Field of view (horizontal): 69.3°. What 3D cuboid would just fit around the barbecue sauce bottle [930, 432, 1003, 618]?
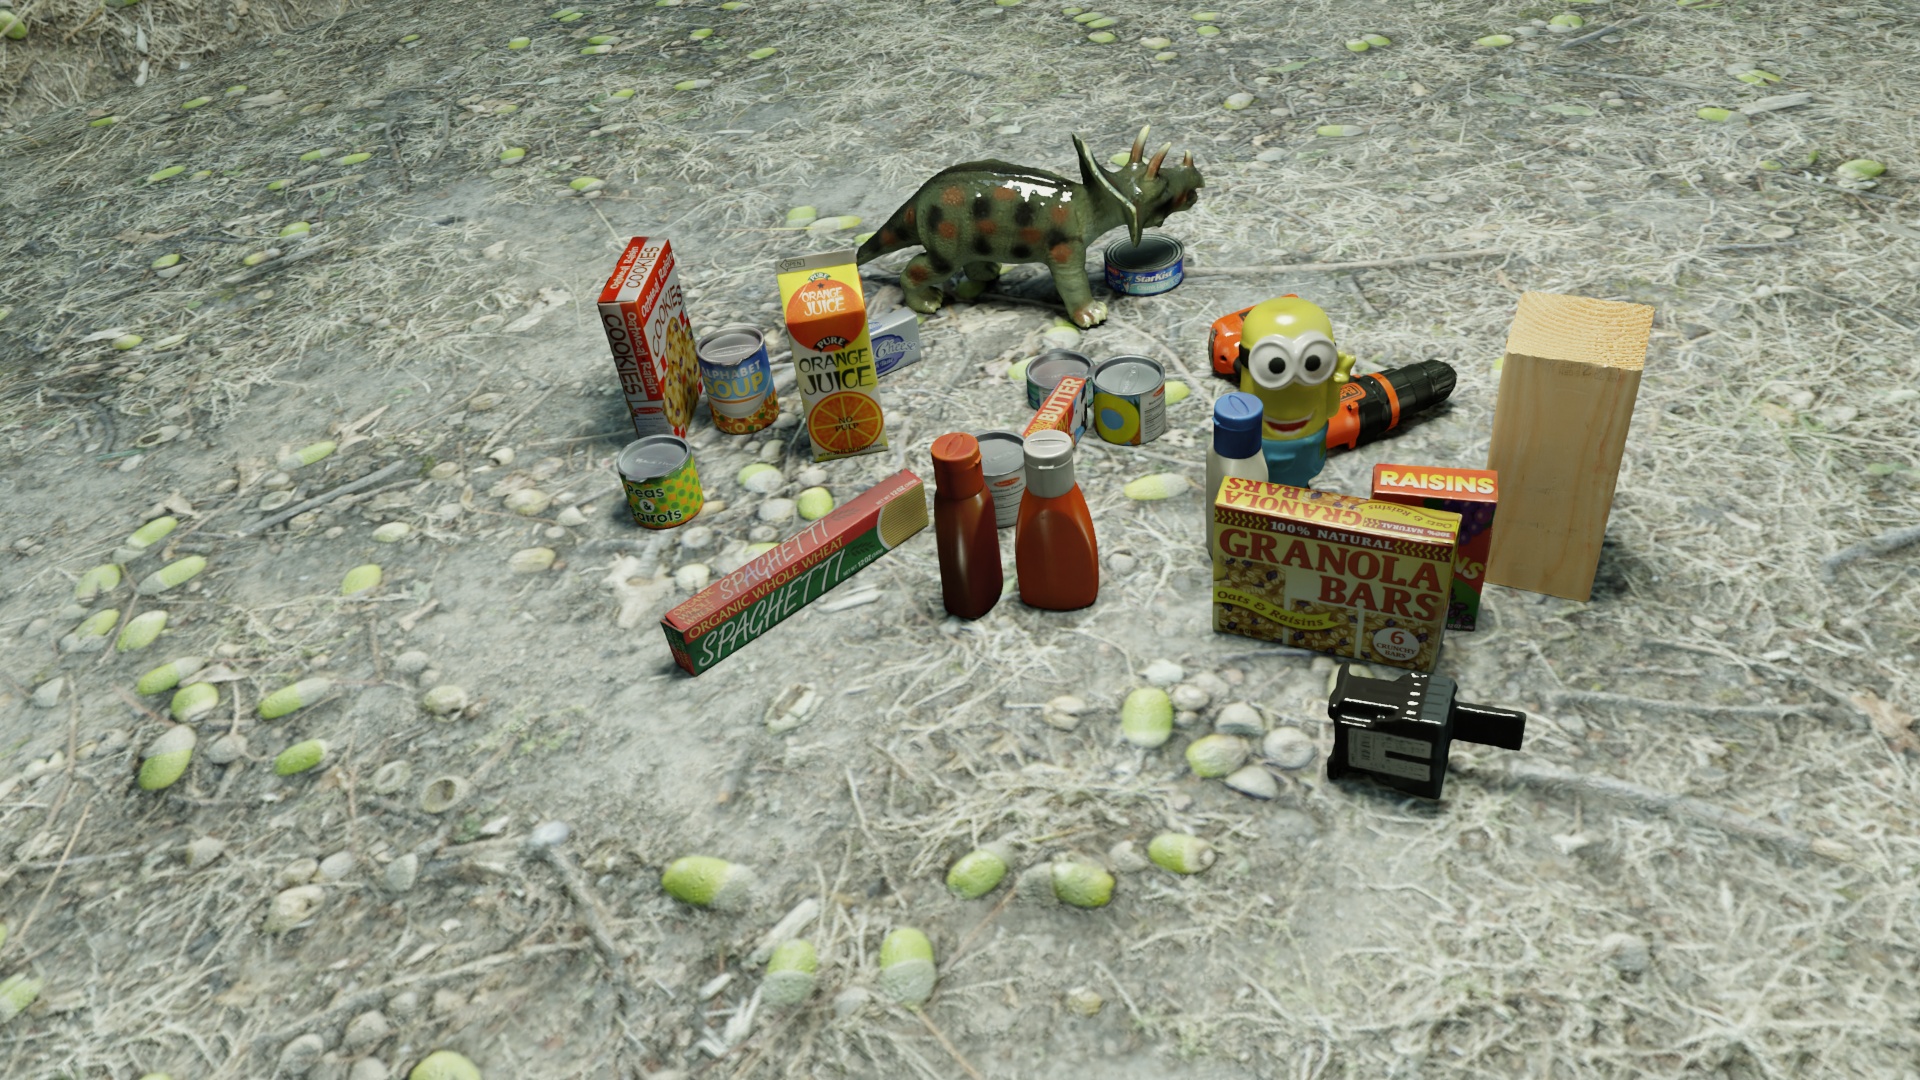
[{"bbox_3d":[0.004,-0.013,1.071,0.044,0.147,0.065,10,42,20],"label":"barbecue sauce bottle"}]

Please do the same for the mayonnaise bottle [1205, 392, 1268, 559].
[{"bbox_3d":[0.214,-0.044,1.075,0.041,0.147,0.065,-14,39,-8],"label":"mayonnaise bottle"}]

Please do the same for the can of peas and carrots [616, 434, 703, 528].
[{"bbox_3d":[-0.266,-0.051,1.232,0.071,0.058,0.071,-5,39,4],"label":"can of peas and carrots"}]

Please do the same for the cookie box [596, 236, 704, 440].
[{"bbox_3d":[-0.290,-0.185,1.315,0.040,0.166,0.123,-2,39,7],"label":"cookie box"}]

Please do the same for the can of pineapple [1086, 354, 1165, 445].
[{"bbox_3d":[0.152,-0.128,1.261,0.071,0.057,0.071,-5,39,4],"label":"can of pineapple"}]

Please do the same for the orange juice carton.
[{"bbox_3d":[-0.115,-0.172,1.251,0.072,0.191,0.073,-10,39,-3],"label":"orange juice carton"}]

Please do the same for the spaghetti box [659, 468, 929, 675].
[{"bbox_3d":[-0.128,0.022,1.126,0.251,0.050,0.029,-34,46,-29],"label":"spaghetti box"}]

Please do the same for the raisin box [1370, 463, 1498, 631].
[{"bbox_3d":[0.340,0.005,1.014,0.086,0.122,0.040,6,41,16],"label":"raisin box"}]

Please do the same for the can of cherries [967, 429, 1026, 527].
[{"bbox_3d":[0.030,-0.054,1.189,0.071,0.058,0.072,-5,39,4],"label":"can of cherries"}]

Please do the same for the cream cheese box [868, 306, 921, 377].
[{"bbox_3d":[-0.089,-0.188,1.376,0.104,0.053,0.024,-25,42,-21],"label":"cream cheese box"}]

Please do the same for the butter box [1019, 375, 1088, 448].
[{"bbox_3d":[0.085,-0.097,1.237,0.024,0.052,0.104,12,43,23],"label":"butter box"}]

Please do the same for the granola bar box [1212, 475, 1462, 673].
[{"bbox_3d":[0.266,0.025,1.001,0.165,0.123,0.039,11,42,21],"label":"granola bar box"}]

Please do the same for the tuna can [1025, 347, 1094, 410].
[{"bbox_3d":[0.095,-0.151,1.318,0.071,0.032,0.071,-4,39,4],"label":"tuna can"}]

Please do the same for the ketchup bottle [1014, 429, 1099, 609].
[{"bbox_3d":[0.071,-0.014,1.061,0.065,0.148,0.044,0,39,9],"label":"ketchup bottle"}]

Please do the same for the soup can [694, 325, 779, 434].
[{"bbox_3d":[-0.213,-0.152,1.327,0.071,0.083,0.072,-5,39,4],"label":"soup can"}]
